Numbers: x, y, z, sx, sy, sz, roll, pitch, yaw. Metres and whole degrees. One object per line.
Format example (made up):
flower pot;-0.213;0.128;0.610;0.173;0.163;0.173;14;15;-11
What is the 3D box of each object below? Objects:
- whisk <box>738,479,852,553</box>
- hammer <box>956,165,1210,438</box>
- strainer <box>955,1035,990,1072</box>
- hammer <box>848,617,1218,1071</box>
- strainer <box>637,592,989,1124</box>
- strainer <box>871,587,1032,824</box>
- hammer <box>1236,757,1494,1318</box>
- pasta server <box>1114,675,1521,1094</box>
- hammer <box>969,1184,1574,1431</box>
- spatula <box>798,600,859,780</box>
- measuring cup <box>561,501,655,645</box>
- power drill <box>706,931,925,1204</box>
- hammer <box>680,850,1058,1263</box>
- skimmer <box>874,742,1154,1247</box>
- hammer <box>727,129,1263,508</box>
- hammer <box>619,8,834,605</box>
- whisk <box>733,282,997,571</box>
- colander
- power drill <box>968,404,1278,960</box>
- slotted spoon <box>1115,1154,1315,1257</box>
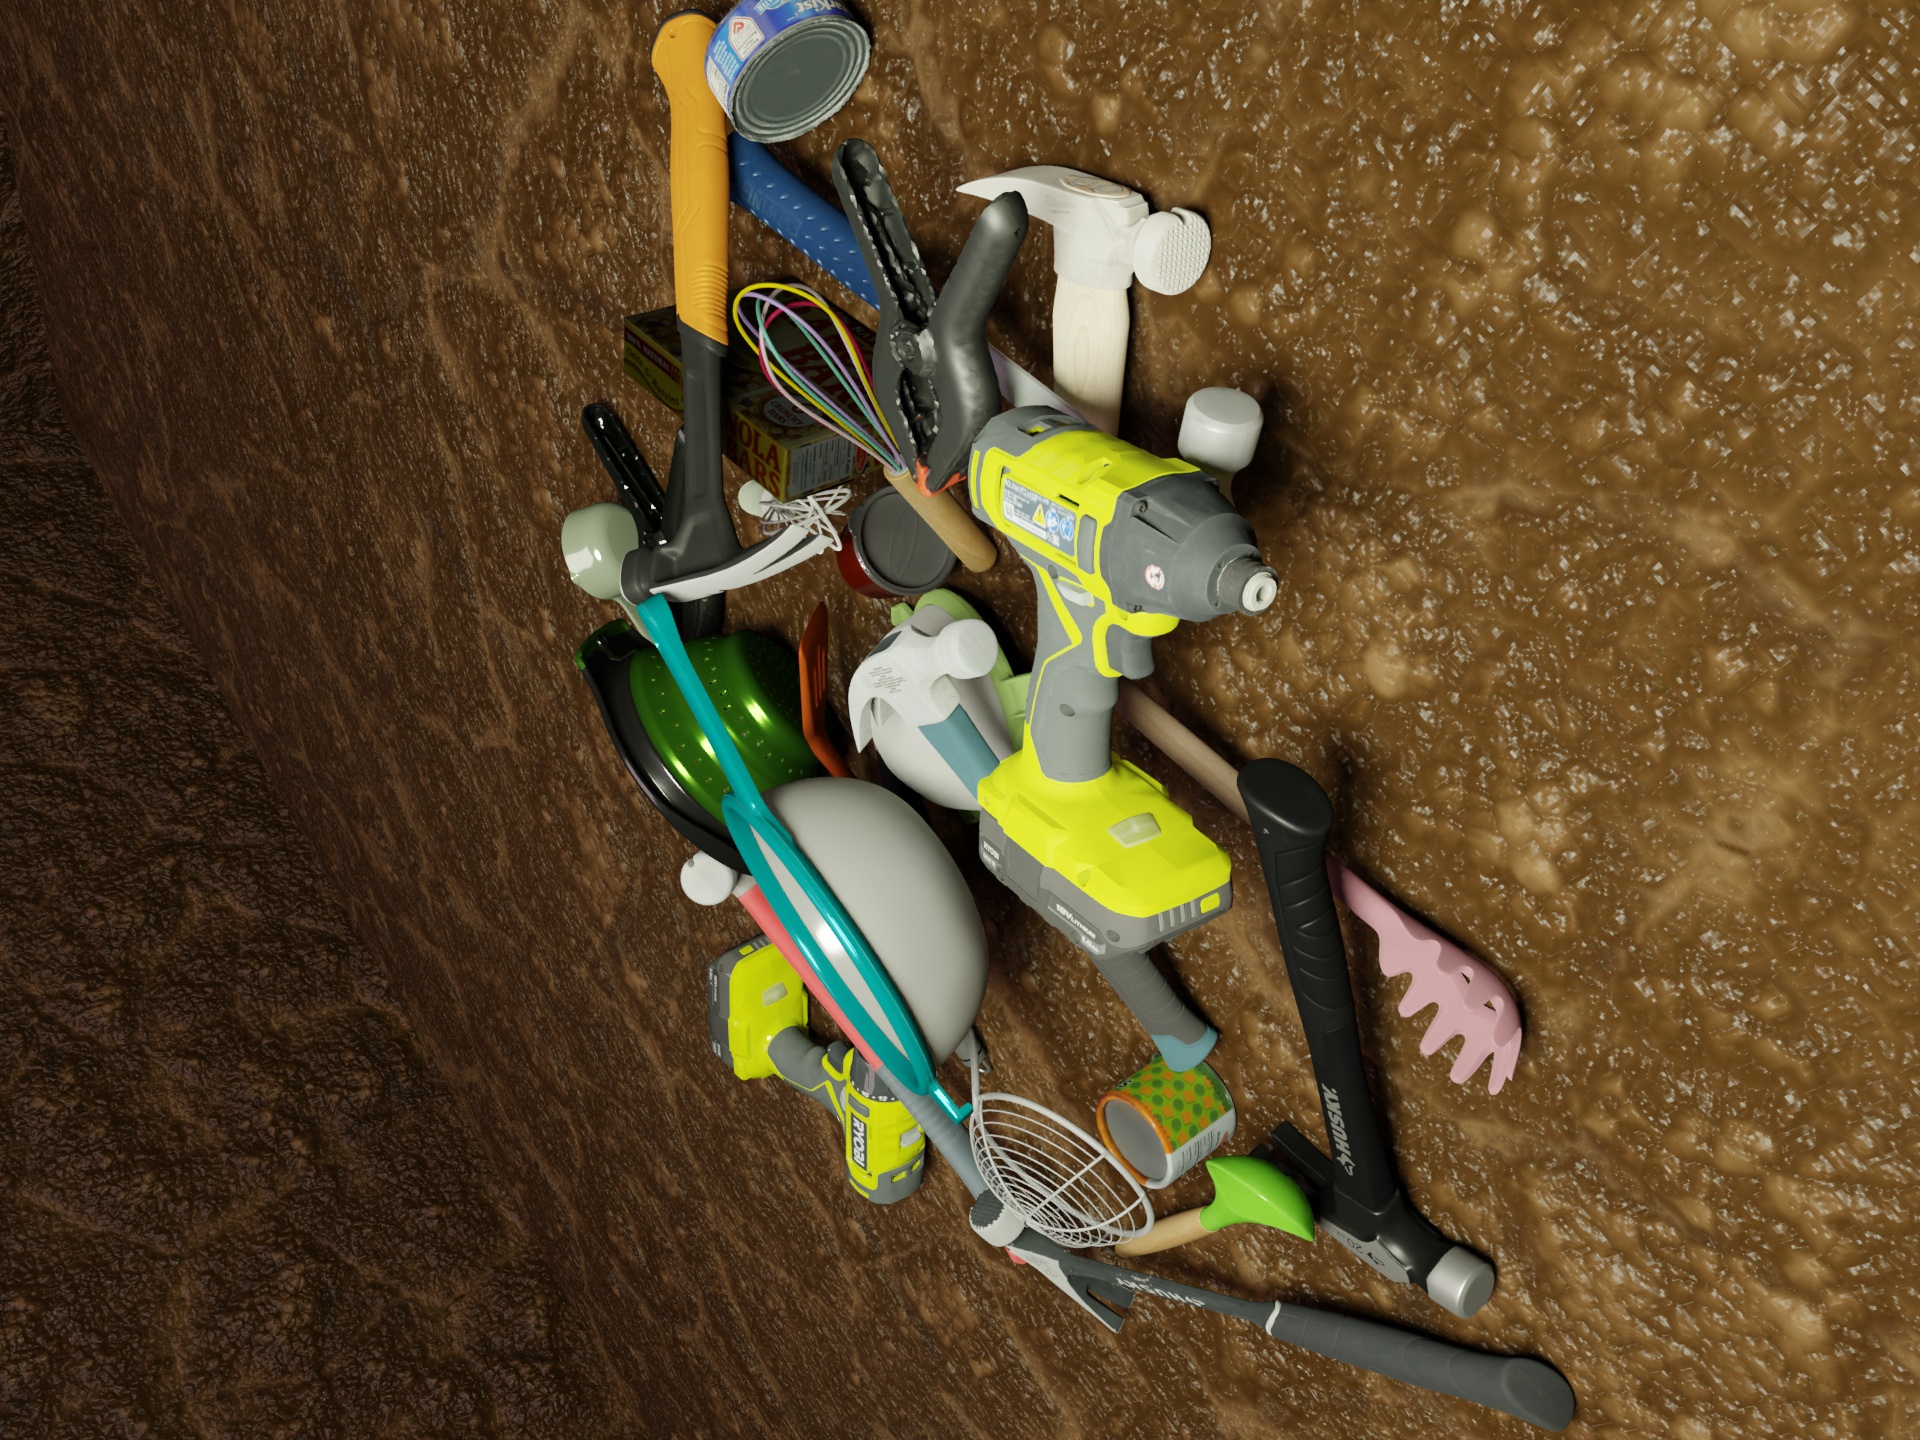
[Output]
whisk;-0.113;-0.137;1.007;0.059;0.058;0.246;55;173;-17
hammer;0.058;-0.087;0.868;0.146;0.038;0.410;34;138;40
strainer;-0.038;0.168;1.121;0.087;0.050;0.258;-8;128;31
hammer;0.051;0.081;0.895;0.128;0.033;0.330;-8;126;49
strainer;-0.071;0.057;0.914;0.211;0.095;0.340;30;149;59
strainer;-0.001;-0.003;0.924;0.151;0.069;0.256;71;162;-3
hammer;0.184;0.157;0.803;0.146;0.035;0.334;25;143;48
pasta server;0.156;0.059;0.798;0.316;0.040;0.060;42;154;18
hammer;0.181;0.368;0.980;0.409;0.036;0.149;-6;135;51
spatula;-0.053;0.073;1.113;0.041;0.081;0.322;-19;112;16
measuring cup;-0.259;-0.104;1.294;0.038;0.083;0.167;-17;119;28
power drill;-0.114;0.269;1.322;0.229;0.080;0.190;29;129;39
hammer;-0.056;0.235;1.174;0.038;0.143;0.386;-38;92;15
skimmer;0.025;0.160;1.025;0.127;0.090;0.364;105;152;-58
hammer;-0.008;-0.196;0.822;0.406;0.035;0.144;45;144;31
hammer;-0.136;-0.234;0.866;0.127;0.034;0.337;-12;76;33
whisk;-0.040;-0.150;0.850;0.244;0.047;0.051;44;-162;-49
colander;-0.104;0.065;1.150;0.094;0.204;0.397;-36;101;16
power drill;0.070;-0.012;0.714;0.171;0.080;0.223;37;137;47
slotted spoon;0.145;0.311;0.988;0.070;0.031;0.313;37;154;6
